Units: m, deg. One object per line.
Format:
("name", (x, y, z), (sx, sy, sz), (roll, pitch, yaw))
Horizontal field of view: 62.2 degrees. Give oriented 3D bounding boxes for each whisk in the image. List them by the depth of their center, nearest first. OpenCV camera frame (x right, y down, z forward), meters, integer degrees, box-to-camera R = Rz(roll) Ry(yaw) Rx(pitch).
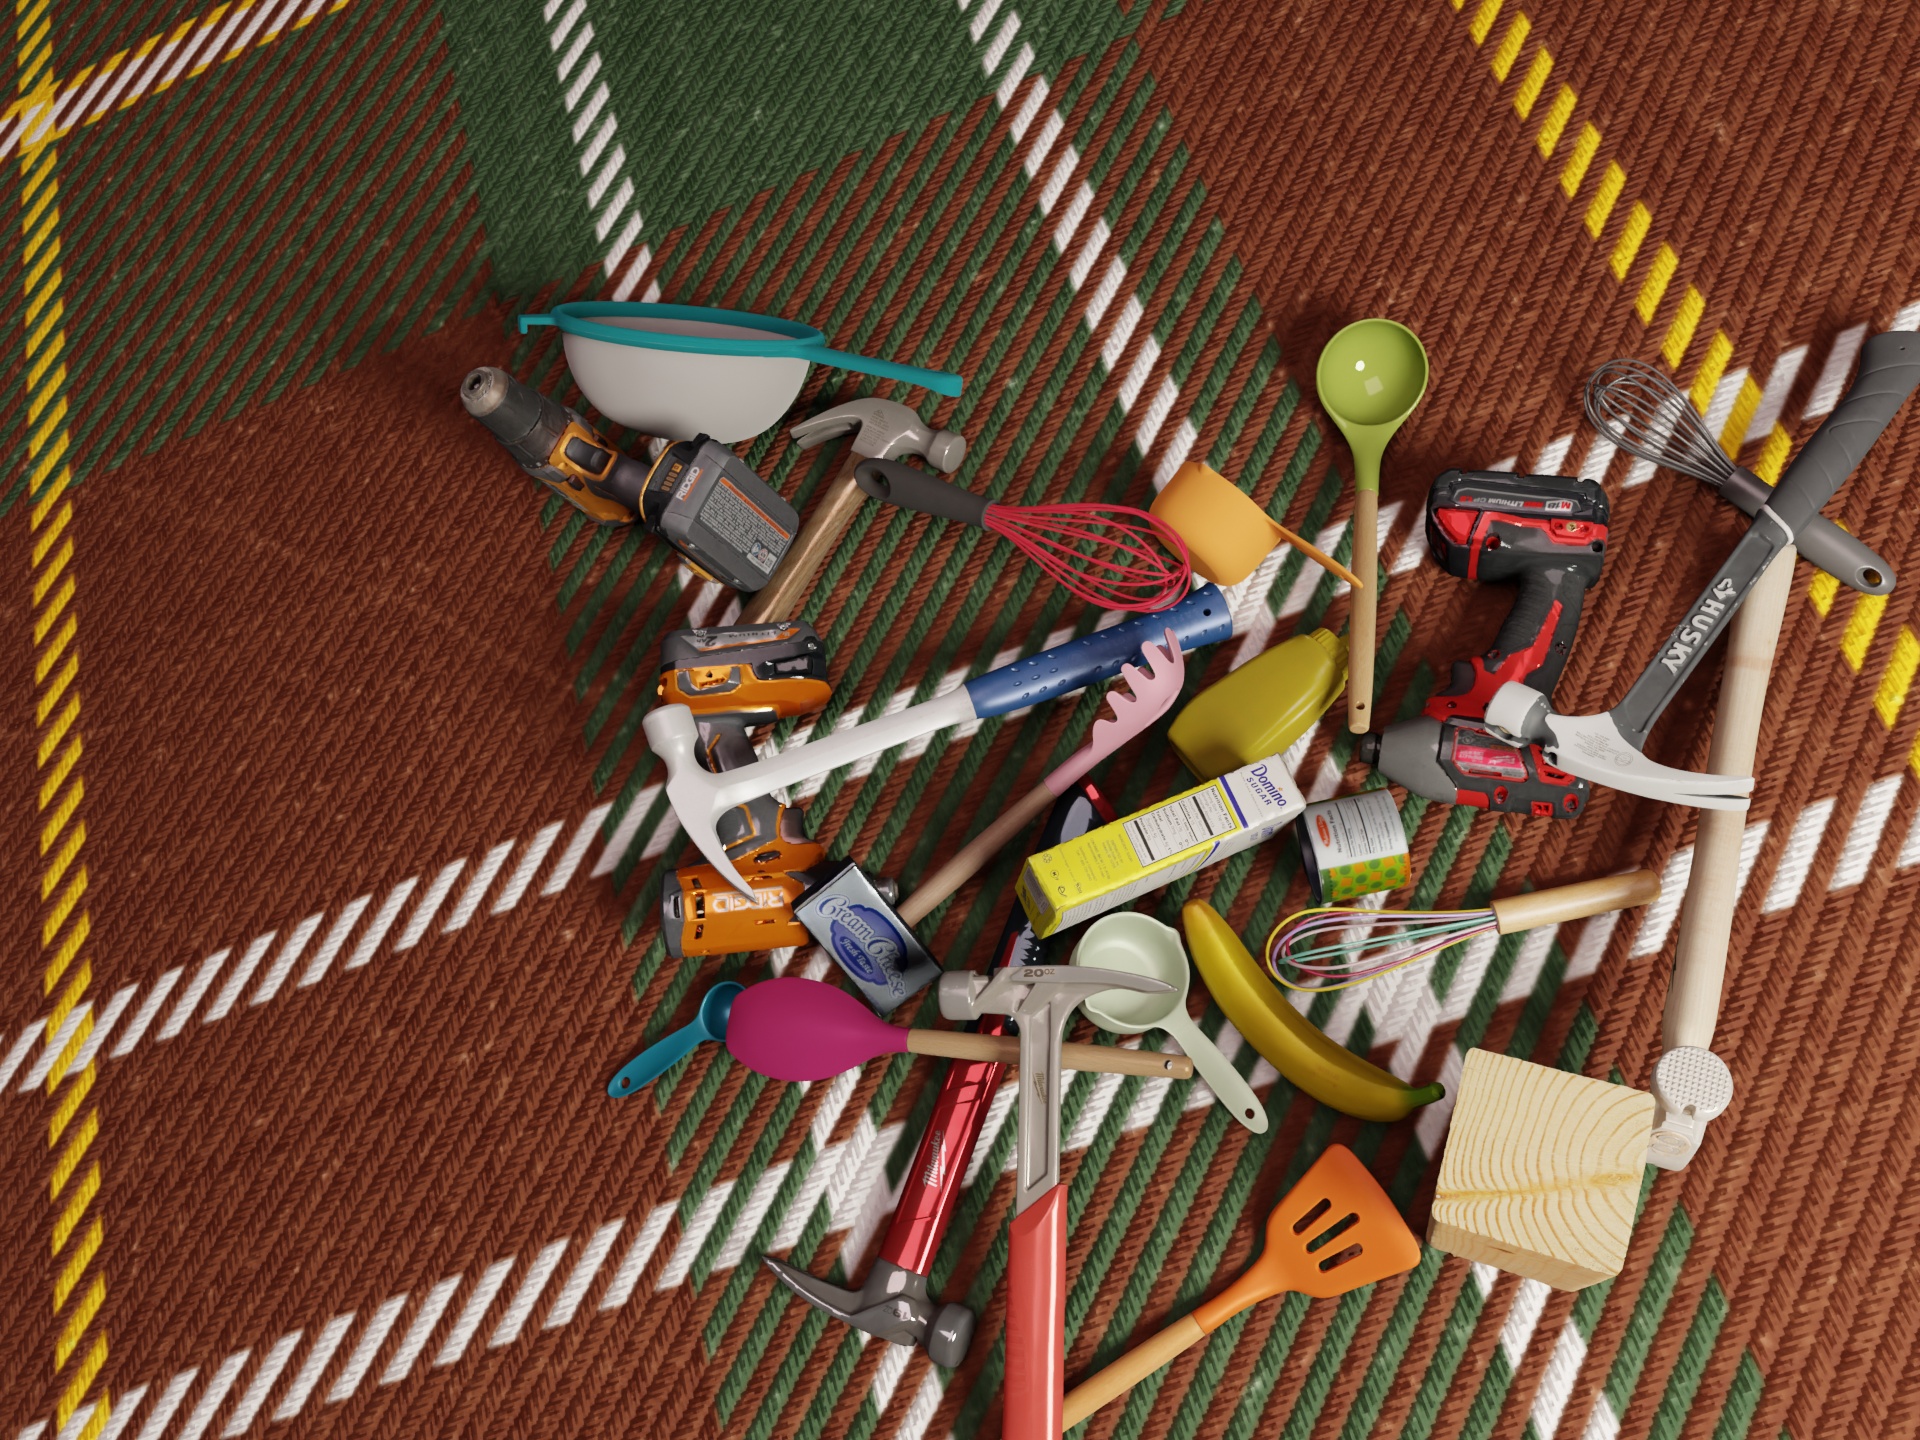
("whisk", (0.313, 0.125, 1.000), (0.245, 0.051, 0.047), (-13, 62, 7))
("whisk", (0.516, -0.162, 1.058), (0.055, 0.055, 0.239), (-44, 69, -5))
("whisk", (0.038, -0.142, 1.134), (0.296, 0.073, 0.073), (23, 76, 32))

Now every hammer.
("hammer", (0.055, 0.328, 0.950), (0.149, 0.036, 0.359), (-2, 77, 18))
("hammer", (0.457, 0.065, 0.961), (0.038, 0.146, 0.411), (13, 63, 19))
("hammer", (0.498, -0.107, 0.980), (0.149, 0.036, 0.409), (31, 68, 34))
("hammer", (0.003, 0.209, 1.055), (0.143, 0.038, 0.386), (16, 74, 22))
("hammer", (-0.002, -0.003, 1.090), (0.405, 0.035, 0.144), (-20, 79, -9))
("hammer", (-0.135, -0.109, 1.226), (0.130, 0.031, 0.331), (28, 79, 23))

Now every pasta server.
("pasta server", (0.036, 0.058, 1.076), (0.316, 0.060, 0.040), (-42, 79, 12))

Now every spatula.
("spatula", (0.122, 0.375, 0.953), (0.322, 0.041, 0.081), (-35, 69, 1))

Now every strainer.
("strainer", (-0.158, -0.253, 1.228), (0.340, 0.211, 0.095), (16, 111, 21))

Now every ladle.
("ladle", (0.277, -0.139, 1.085), (0.078, 0.062, 0.320), (3, 61, 12))

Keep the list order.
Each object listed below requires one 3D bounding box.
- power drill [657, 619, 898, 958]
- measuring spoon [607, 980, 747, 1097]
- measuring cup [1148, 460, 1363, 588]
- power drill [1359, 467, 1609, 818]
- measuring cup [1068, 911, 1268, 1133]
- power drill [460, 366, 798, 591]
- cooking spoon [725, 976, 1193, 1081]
("power drill", (-0.133, 0.049, 1.125), (0.164, 0.084, 0.227), (-5, 74, -4))
("measuring spoon", (-0.194, 0.229, 1.118), (0.128, 0.021, 0.042), (-35, 64, 10))
("measuring cup", (0.198, -0.114, 1.089), (0.052, 0.095, 0.174), (-49, 48, 0))
("power drill", (0.346, -0.049, 1.044), (0.143, 0.078, 0.220), (7, 74, 19))
("measuring cup", (0.135, 0.200, 1.025), (0.083, 0.038, 0.168), (-36, 81, -25))
("power drill", (-0.253, -0.188, 1.190), (0.226, 0.185, 0.084), (24, 81, 32))
("cooking spoon", (-0.008, 0.208, 1.027), (0.319, 0.017, 0.069), (2, 72, 19))
